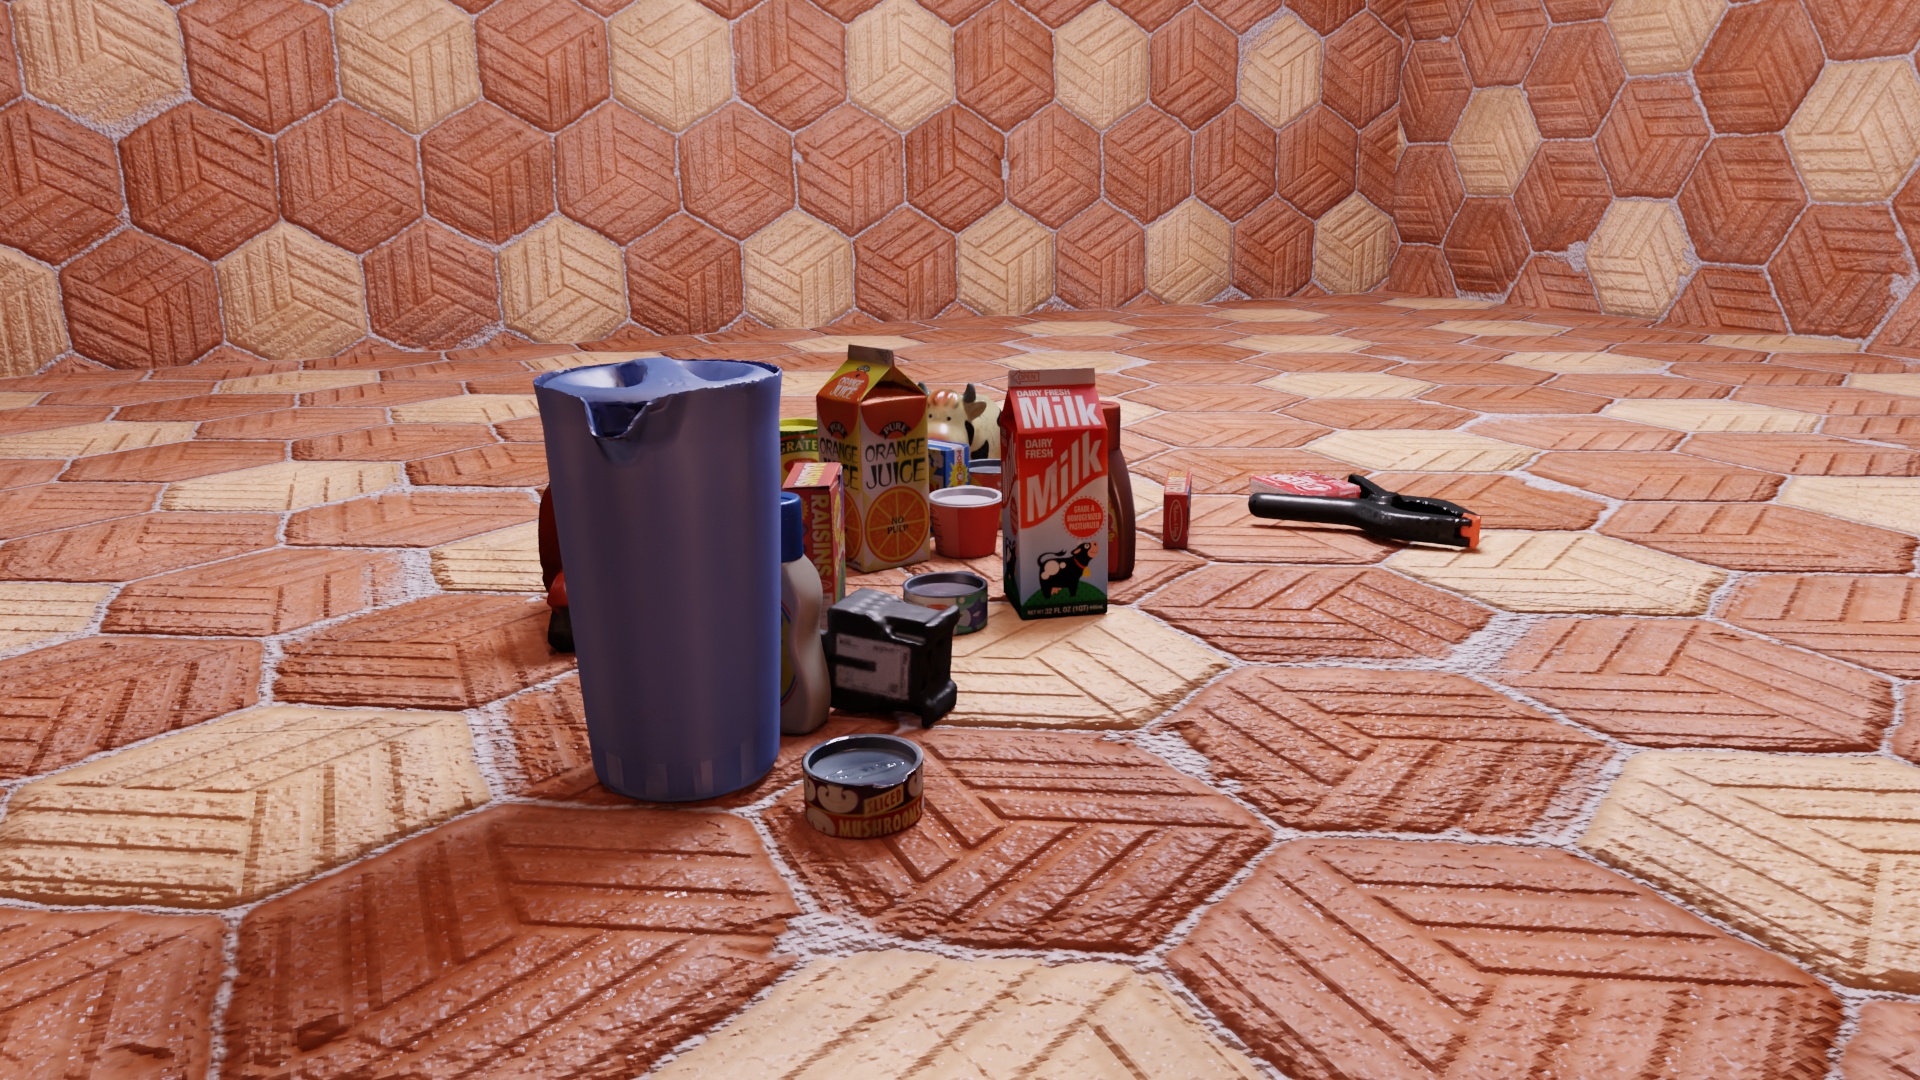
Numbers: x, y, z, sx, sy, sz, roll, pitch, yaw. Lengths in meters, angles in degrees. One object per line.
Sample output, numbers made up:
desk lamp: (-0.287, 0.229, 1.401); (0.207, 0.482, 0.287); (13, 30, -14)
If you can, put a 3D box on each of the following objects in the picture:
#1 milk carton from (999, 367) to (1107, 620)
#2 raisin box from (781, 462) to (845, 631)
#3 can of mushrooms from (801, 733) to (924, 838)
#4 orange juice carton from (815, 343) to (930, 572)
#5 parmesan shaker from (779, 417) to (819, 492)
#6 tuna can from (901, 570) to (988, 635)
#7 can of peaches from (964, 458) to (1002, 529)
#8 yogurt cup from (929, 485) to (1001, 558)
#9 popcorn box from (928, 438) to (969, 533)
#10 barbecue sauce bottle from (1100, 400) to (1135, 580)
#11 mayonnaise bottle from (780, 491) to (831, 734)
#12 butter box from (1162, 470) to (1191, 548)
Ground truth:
milk carton: (0.073, -0.040, 1.092); (0.072, 0.190, 0.073); (-3, 15, -9)
raisin box: (-0.109, 0.009, 1.046); (0.040, 0.123, 0.086); (-1, 15, 1)
can of mushrooms: (-0.052, 0.134, 0.755); (0.071, 0.033, 0.071); (-1, 15, 0)
orange juice carton: (-0.077, -0.076, 1.225); (0.073, 0.192, 0.072); (-11, 18, -35)
parmesan shaker: (-0.157, -0.064, 1.357); (0.071, 0.102, 0.071); (-1, 15, 0)
tuna can: (-0.010, 0.048, 1.071); (0.071, 0.032, 0.071); (-1, 15, 0)
can of peaches: (0.032, -0.046, 1.365); (0.071, 0.058, 0.071); (-1, 15, 0)
yogurt cup: (0.005, -0.016, 1.264); (0.072, 0.053, 0.072); (-1, 15, 0)
popcorn box: (-0.049, -0.058, 1.364); (0.127, 0.085, 0.038); (12, 19, 40)
barbecue sauce bottle: (0.117, -0.043, 1.179); (0.065, 0.148, 0.044); (7, 17, 29)
mayonnaise bottle: (-0.115, 0.045, 0.868); (0.065, 0.147, 0.041); (6, 16, 24)
butter box: (0.204, -0.030, 1.309); (0.024, 0.053, 0.104); (2, 15, 11)
